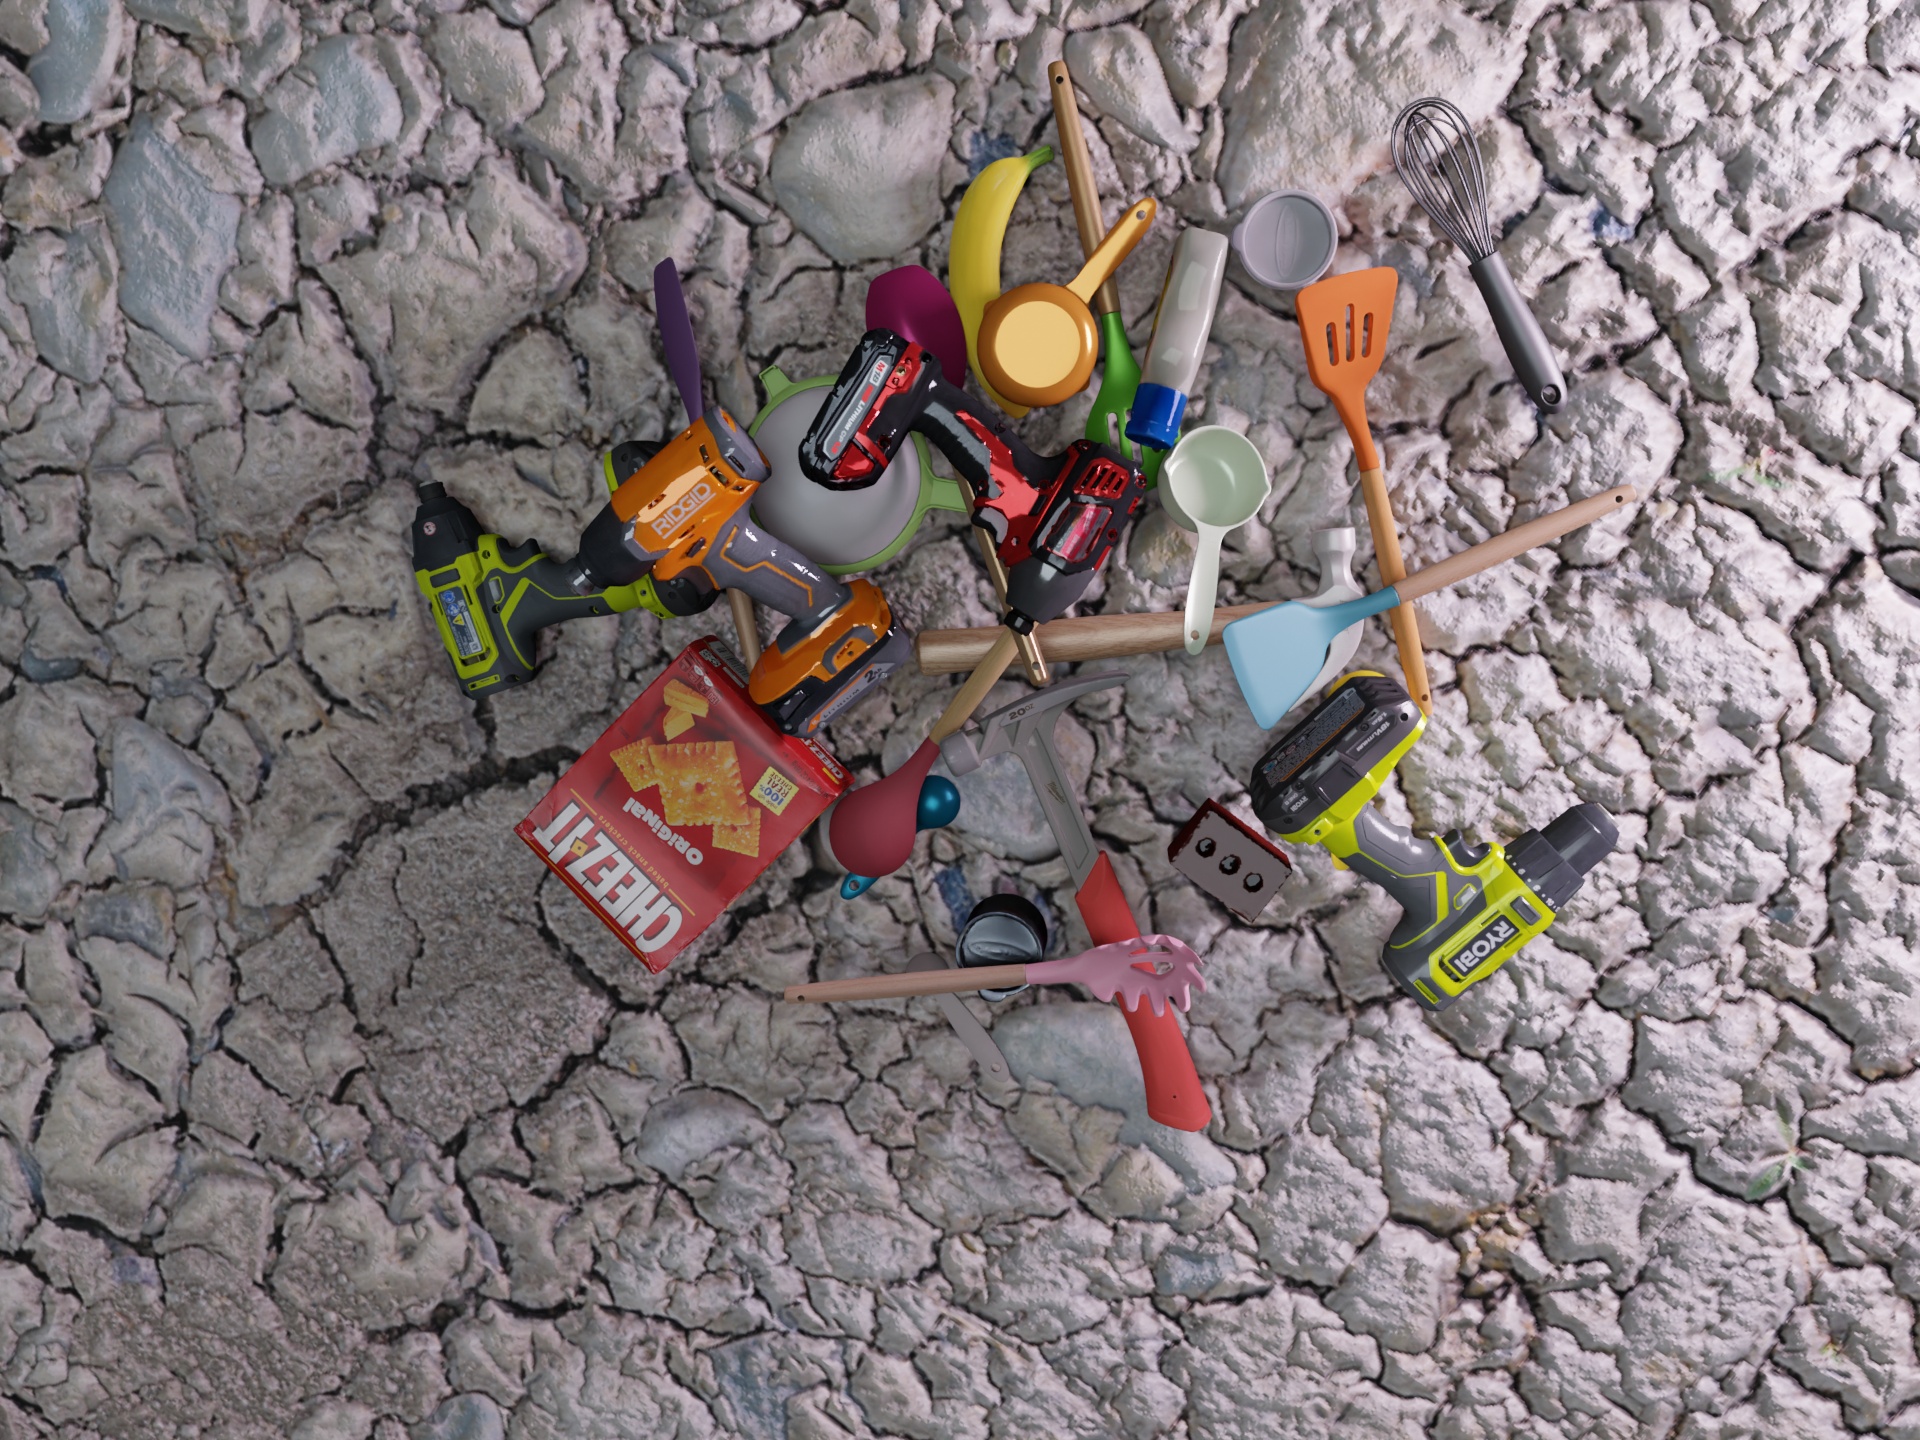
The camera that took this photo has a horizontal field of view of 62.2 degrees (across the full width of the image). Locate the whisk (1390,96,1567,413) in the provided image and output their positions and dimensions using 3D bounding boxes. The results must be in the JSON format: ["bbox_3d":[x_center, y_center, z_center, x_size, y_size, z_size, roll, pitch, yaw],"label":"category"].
[{"bbox_3d":[0.368,-0.323,1.111,0.055,0.055,0.239,-27,98,11],"label":"whisk"}]

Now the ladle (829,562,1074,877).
[{"bbox_3d":[-0.002,-0.004,1.193,0.069,0.031,0.315,37,105,3],"label":"ladle"}]

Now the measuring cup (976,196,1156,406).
[{"bbox_3d":[0.081,-0.297,1.117,0.095,0.052,0.173,39,103,-6],"label":"measuring cup"}]

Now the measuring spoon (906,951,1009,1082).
[{"bbox_3d":[0.000,0.238,1.256,0.034,0.018,0.124,-36,92,11],"label":"measuring spoon"}]

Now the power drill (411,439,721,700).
[{"bbox_3d":[-0.309,-0.127,1.222,0.223,0.080,0.171,-17,96,14],"label":"power drill"}]

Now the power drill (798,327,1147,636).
[{"bbox_3d":[0.005,-0.164,1.106,0.219,0.078,0.143,30,93,-1],"label":"power drill"}]

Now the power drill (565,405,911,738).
[{"bbox_3d":[-0.160,-0.092,1.138,0.164,0.084,0.226,-38,121,8],"label":"power drill"}]

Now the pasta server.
[{"bbox_3d":[0.021,0.194,1.177,0.316,0.040,0.060,-6,108,9],"label":"pasta server"}]

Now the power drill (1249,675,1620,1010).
[{"bbox_3d":[0.340,0.077,1.141,0.228,0.080,0.190,43,103,-13],"label":"power drill"}]

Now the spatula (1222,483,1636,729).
[{"bbox_3d":[0.335,-0.096,1.123,0.317,0.044,0.082,-24,104,0],"label":"spatula"}]

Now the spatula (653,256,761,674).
[{"bbox_3d":[-0.191,-0.189,1.207,0.018,0.060,0.316,-16,96,-29],"label":"spatula"}]

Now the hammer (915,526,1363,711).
[{"bbox_3d":[0.131,-0.062,1.188,0.331,0.031,0.130,-5,97,9],"label":"hammer"}]

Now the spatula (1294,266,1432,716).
[{"bbox_3d":[0.304,-0.157,1.143,0.081,0.041,0.322,-16,98,-12],"label":"spatula"}]

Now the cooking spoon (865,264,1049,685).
[{"bbox_3d":[0.005,-0.176,1.150,0.069,0.017,0.319,-20,90,1],"label":"cooking spoon"}]

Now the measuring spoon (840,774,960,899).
[{"bbox_3d":[-0.051,0.096,1.241,0.042,0.021,0.128,43,100,1],"label":"measuring spoon"}]

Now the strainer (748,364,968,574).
[{"bbox_3d":[-0.048,-0.173,1.178,0.256,0.069,0.151,10,99,8],"label":"strainer"}]

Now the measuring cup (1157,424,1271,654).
[{"bbox_3d":[0.173,-0.127,1.146,0.083,0.038,0.167,10,83,-13],"label":"measuring cup"}]

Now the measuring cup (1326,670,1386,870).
[{"bbox_3d":[0.293,0.037,1.186,0.062,0.029,0.156,5,111,4],"label":"measuring cup"}]

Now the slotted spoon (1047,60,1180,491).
[{"bbox_3d":[0.101,-0.321,1.158,0.070,0.031,0.314,-12,95,5],"label":"slotted spoon"}]

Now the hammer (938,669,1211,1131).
[{"bbox_3d":[0.120,0.145,1.196,0.149,0.037,0.359,-23,101,4],"label":"hammer"}]
